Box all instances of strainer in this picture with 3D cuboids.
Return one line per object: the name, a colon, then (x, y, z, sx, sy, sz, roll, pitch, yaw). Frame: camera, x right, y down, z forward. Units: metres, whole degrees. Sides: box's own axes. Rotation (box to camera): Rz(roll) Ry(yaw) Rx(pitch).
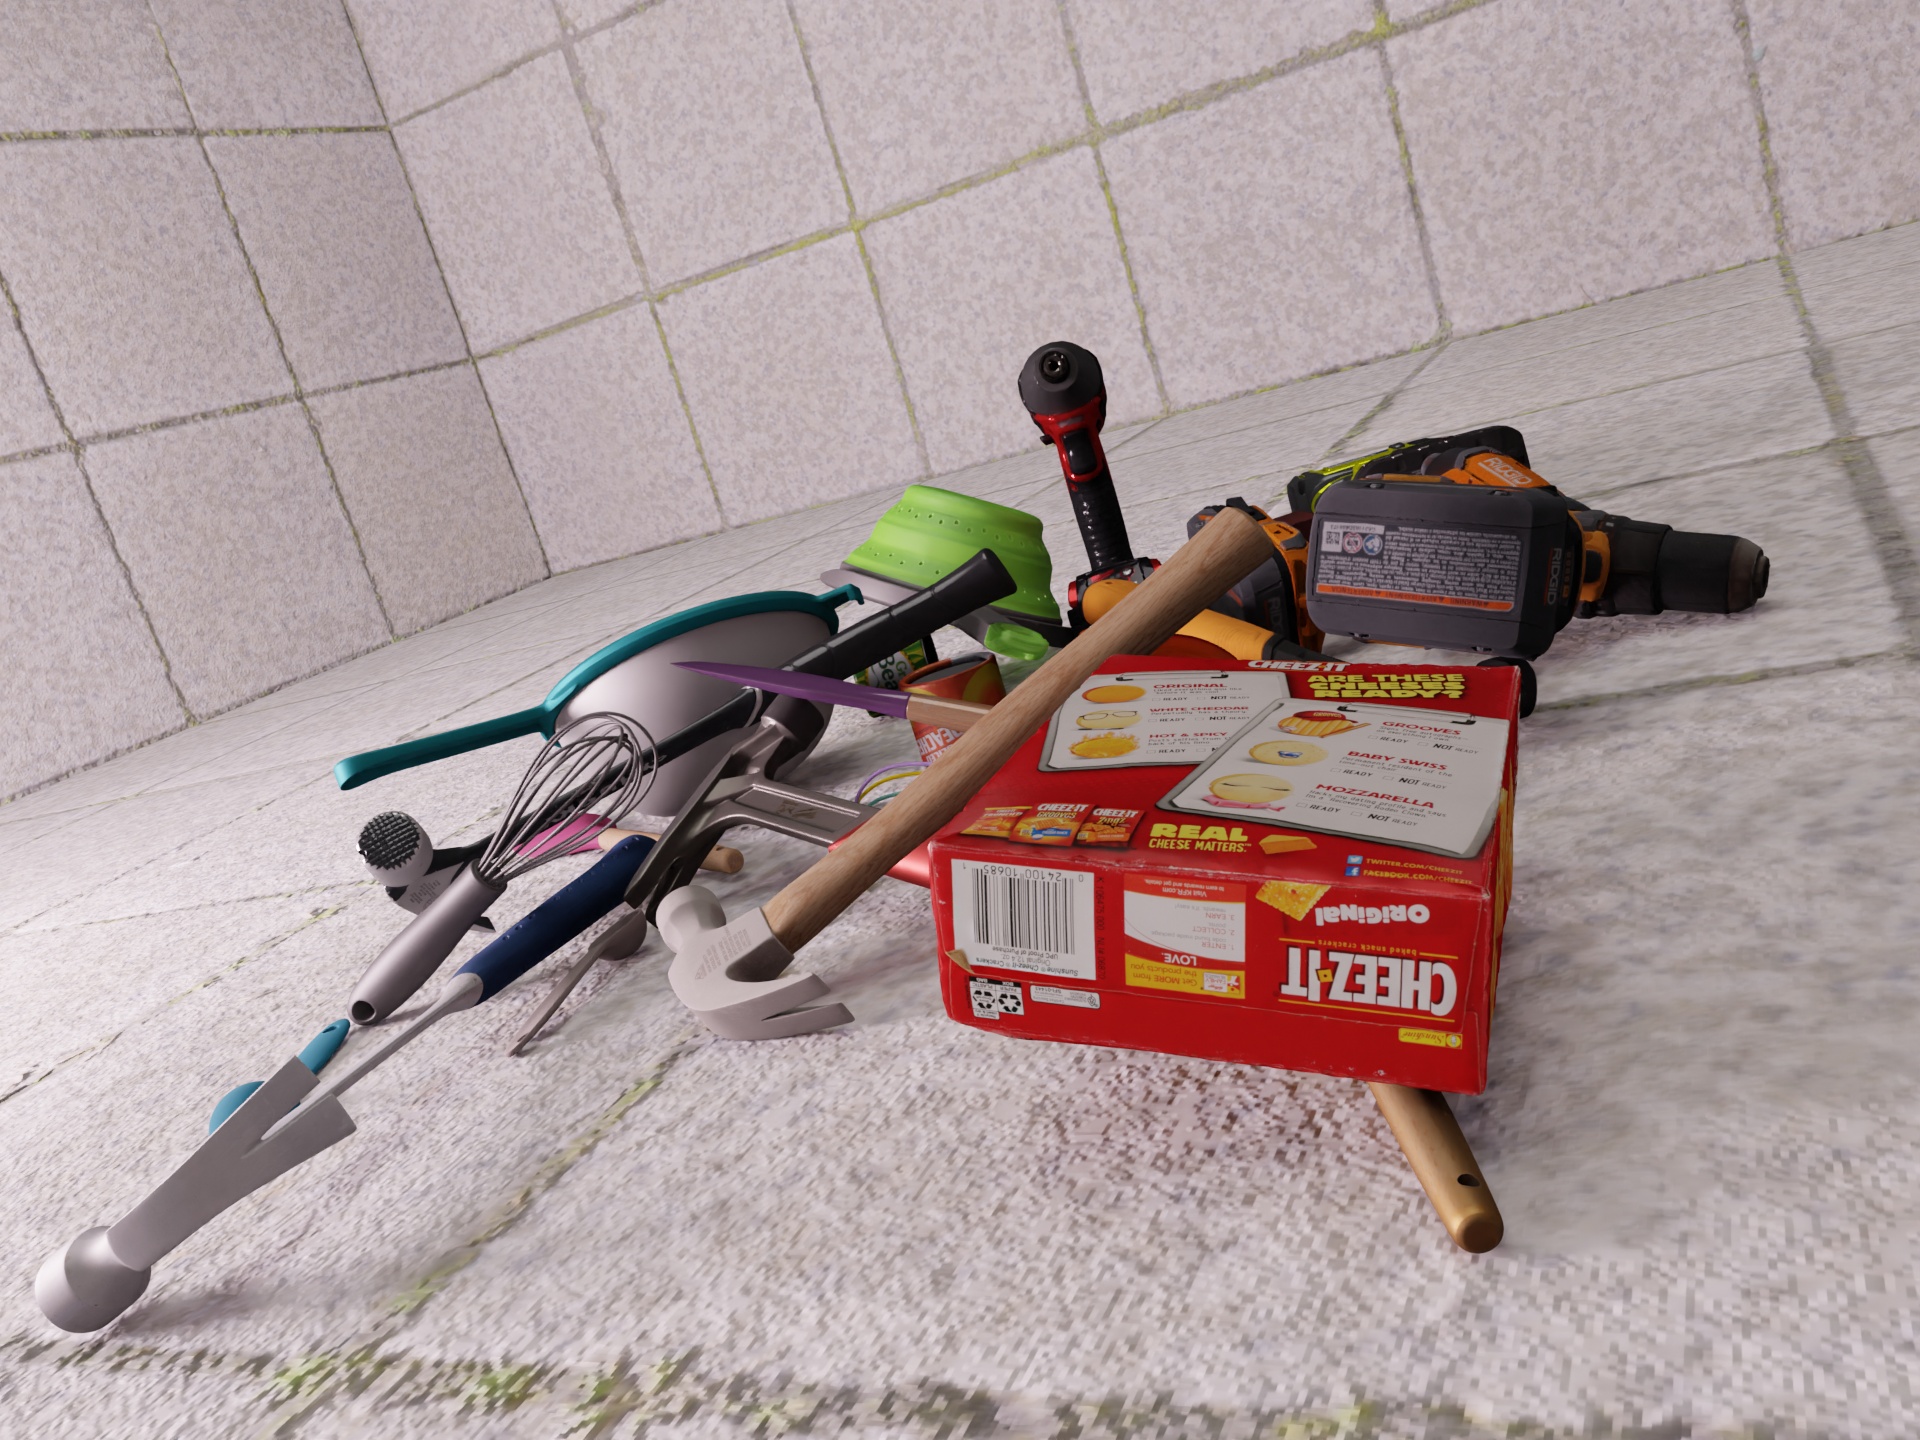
strainer: (-0.216, 0.021, 1.020, 0.340, 0.095, 0.211, -17, -16, -31)

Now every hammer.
hammer: (0.006, 0.021, 0.707, 0.331, 0.031, 0.130, -40, 31, -1)
hammer: (-0.236, 0.131, 0.752, 0.144, 0.035, 0.405, -38, 3, 20)
hammer: (-0.029, 0.067, 0.753, 0.359, 0.036, 0.149, 10, 59, 51)
hammer: (0.155, -0.039, 0.893, 0.127, 0.034, 0.337, -11, 17, -23)
hammer: (-0.142, 0.004, 0.937, 0.409, 0.036, 0.149, -29, -20, -14)

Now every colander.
colander: (0.015, -0.112, 1.152, 0.204, 0.094, 0.397, 14, 7, -12)

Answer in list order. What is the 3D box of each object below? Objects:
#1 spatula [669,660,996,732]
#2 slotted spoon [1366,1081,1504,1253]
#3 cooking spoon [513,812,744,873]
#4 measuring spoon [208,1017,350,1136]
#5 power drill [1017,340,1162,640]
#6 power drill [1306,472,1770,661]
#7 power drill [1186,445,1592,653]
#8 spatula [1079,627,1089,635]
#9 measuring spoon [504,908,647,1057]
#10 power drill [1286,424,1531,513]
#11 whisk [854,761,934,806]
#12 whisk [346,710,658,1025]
spatula: (-0.001, -0.003, 0.838, 0.316, 0.018, 0.060, 11, 5, 14)
slotted spoon: (0.131, 0.086, 0.551, 0.070, 0.031, 0.314, 2, 16, -1)
cooking spoon: (-0.220, 0.079, 1.040, 0.069, 0.017, 0.319, -25, 15, -32)
measuring spoon: (-0.338, 0.173, 0.799, 0.042, 0.021, 0.129, -16, 15, 5)
power drill: (0.095, -0.163, 1.145, 0.078, 0.220, 0.143, -16, -4, 8)
power drill: (0.297, -0.078, 0.813, 0.185, 0.084, 0.226, 10, 11, 34)
power drill: (0.268, -0.118, 1.031, 0.226, 0.084, 0.164, -16, 29, -4)
spatula: (0.153, -0.019, 0.920, 0.081, 0.041, 0.323, -11, 13, -11)
measuring spoon: (-0.190, 0.134, 0.797, 0.034, 0.018, 0.124, -31, 12, 29)
power drill: (0.366, -0.189, 1.272, 0.171, 0.080, 0.223, -16, 10, 4)
whisk: (0.053, 0.044, 0.810, 0.245, 0.051, 0.047, -7, 35, 22)
whisk: (-0.243, 0.083, 0.825, 0.239, 0.055, 0.055, -44, 6, 17)
